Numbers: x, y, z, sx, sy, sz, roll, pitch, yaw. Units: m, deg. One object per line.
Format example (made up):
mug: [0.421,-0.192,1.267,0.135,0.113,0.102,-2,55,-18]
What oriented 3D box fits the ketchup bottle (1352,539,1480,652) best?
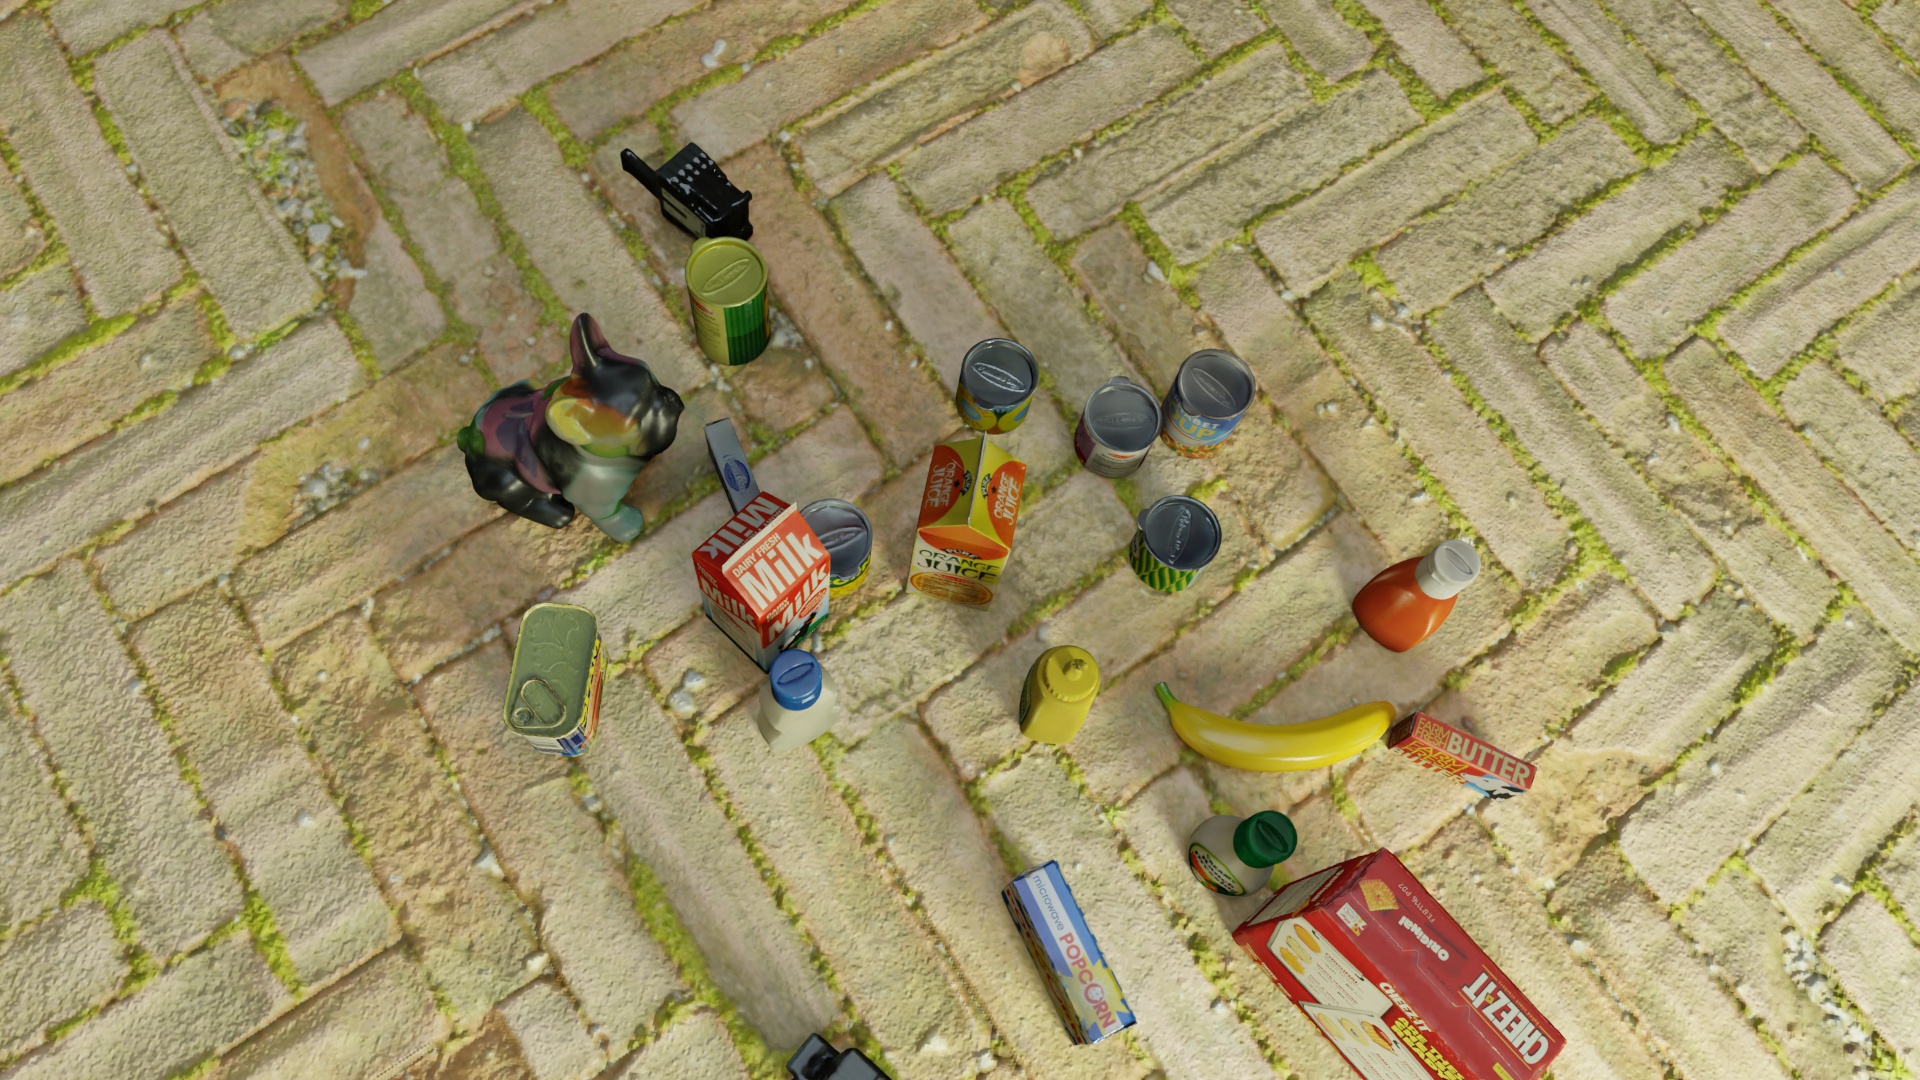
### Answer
ketchup bottle: [0.366,0.042,1.109,0.044,0.148,0.065,-38,77,-17]

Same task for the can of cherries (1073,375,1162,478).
can of cherries: [0.134,-0.096,1.188,0.071,0.058,0.072,2,69,-5]

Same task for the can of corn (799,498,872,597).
can of corn: [-0.104,0.009,1.123,0.071,0.058,0.071,2,69,-5]

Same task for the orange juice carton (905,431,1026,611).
orange juice carton: [0.004,-0.013,1.071,0.073,0.192,0.072,13,69,-1]

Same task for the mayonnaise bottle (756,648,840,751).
mayonnaise bottle: [-0.121,0.117,1.031,0.065,0.147,0.041,-27,74,-15]

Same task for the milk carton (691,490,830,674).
milk carton: [-0.147,0.028,1.041,0.073,0.189,0.072,42,71,10]

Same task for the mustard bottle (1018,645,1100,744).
mustard bottle: [0.076,0.110,1.047,0.049,0.159,0.065,10,69,-2]

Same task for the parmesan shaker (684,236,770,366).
parmesan shaker: [-0.196,-0.202,1.172,0.071,0.102,0.071,2,69,-5]

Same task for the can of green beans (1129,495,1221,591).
can of green beans: [0.177,0.003,1.154,0.071,0.057,0.071,2,69,-5]

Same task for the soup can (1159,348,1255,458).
soup can: [0.206,-0.114,1.188,0.071,0.083,0.071,2,69,-5]

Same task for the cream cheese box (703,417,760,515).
cream cheese box: [-0.181,-0.044,1.139,0.024,0.053,0.104,-21,72,-13]

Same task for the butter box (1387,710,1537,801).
butter box: [0.400,0.174,1.112,0.103,0.053,0.024,25,69,4]

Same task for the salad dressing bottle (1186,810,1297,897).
salad dressing bottle: [0.208,0.228,1.021,0.044,0.147,0.064,-40,78,-18]

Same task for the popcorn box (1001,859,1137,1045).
popcorn box: [0.076,0.301,1.013,0.038,0.085,0.127,-23,73,-13]

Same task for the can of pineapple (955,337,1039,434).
can of pineapple: [0.029,-0.130,1.191,0.071,0.057,0.071,2,69,-5]
